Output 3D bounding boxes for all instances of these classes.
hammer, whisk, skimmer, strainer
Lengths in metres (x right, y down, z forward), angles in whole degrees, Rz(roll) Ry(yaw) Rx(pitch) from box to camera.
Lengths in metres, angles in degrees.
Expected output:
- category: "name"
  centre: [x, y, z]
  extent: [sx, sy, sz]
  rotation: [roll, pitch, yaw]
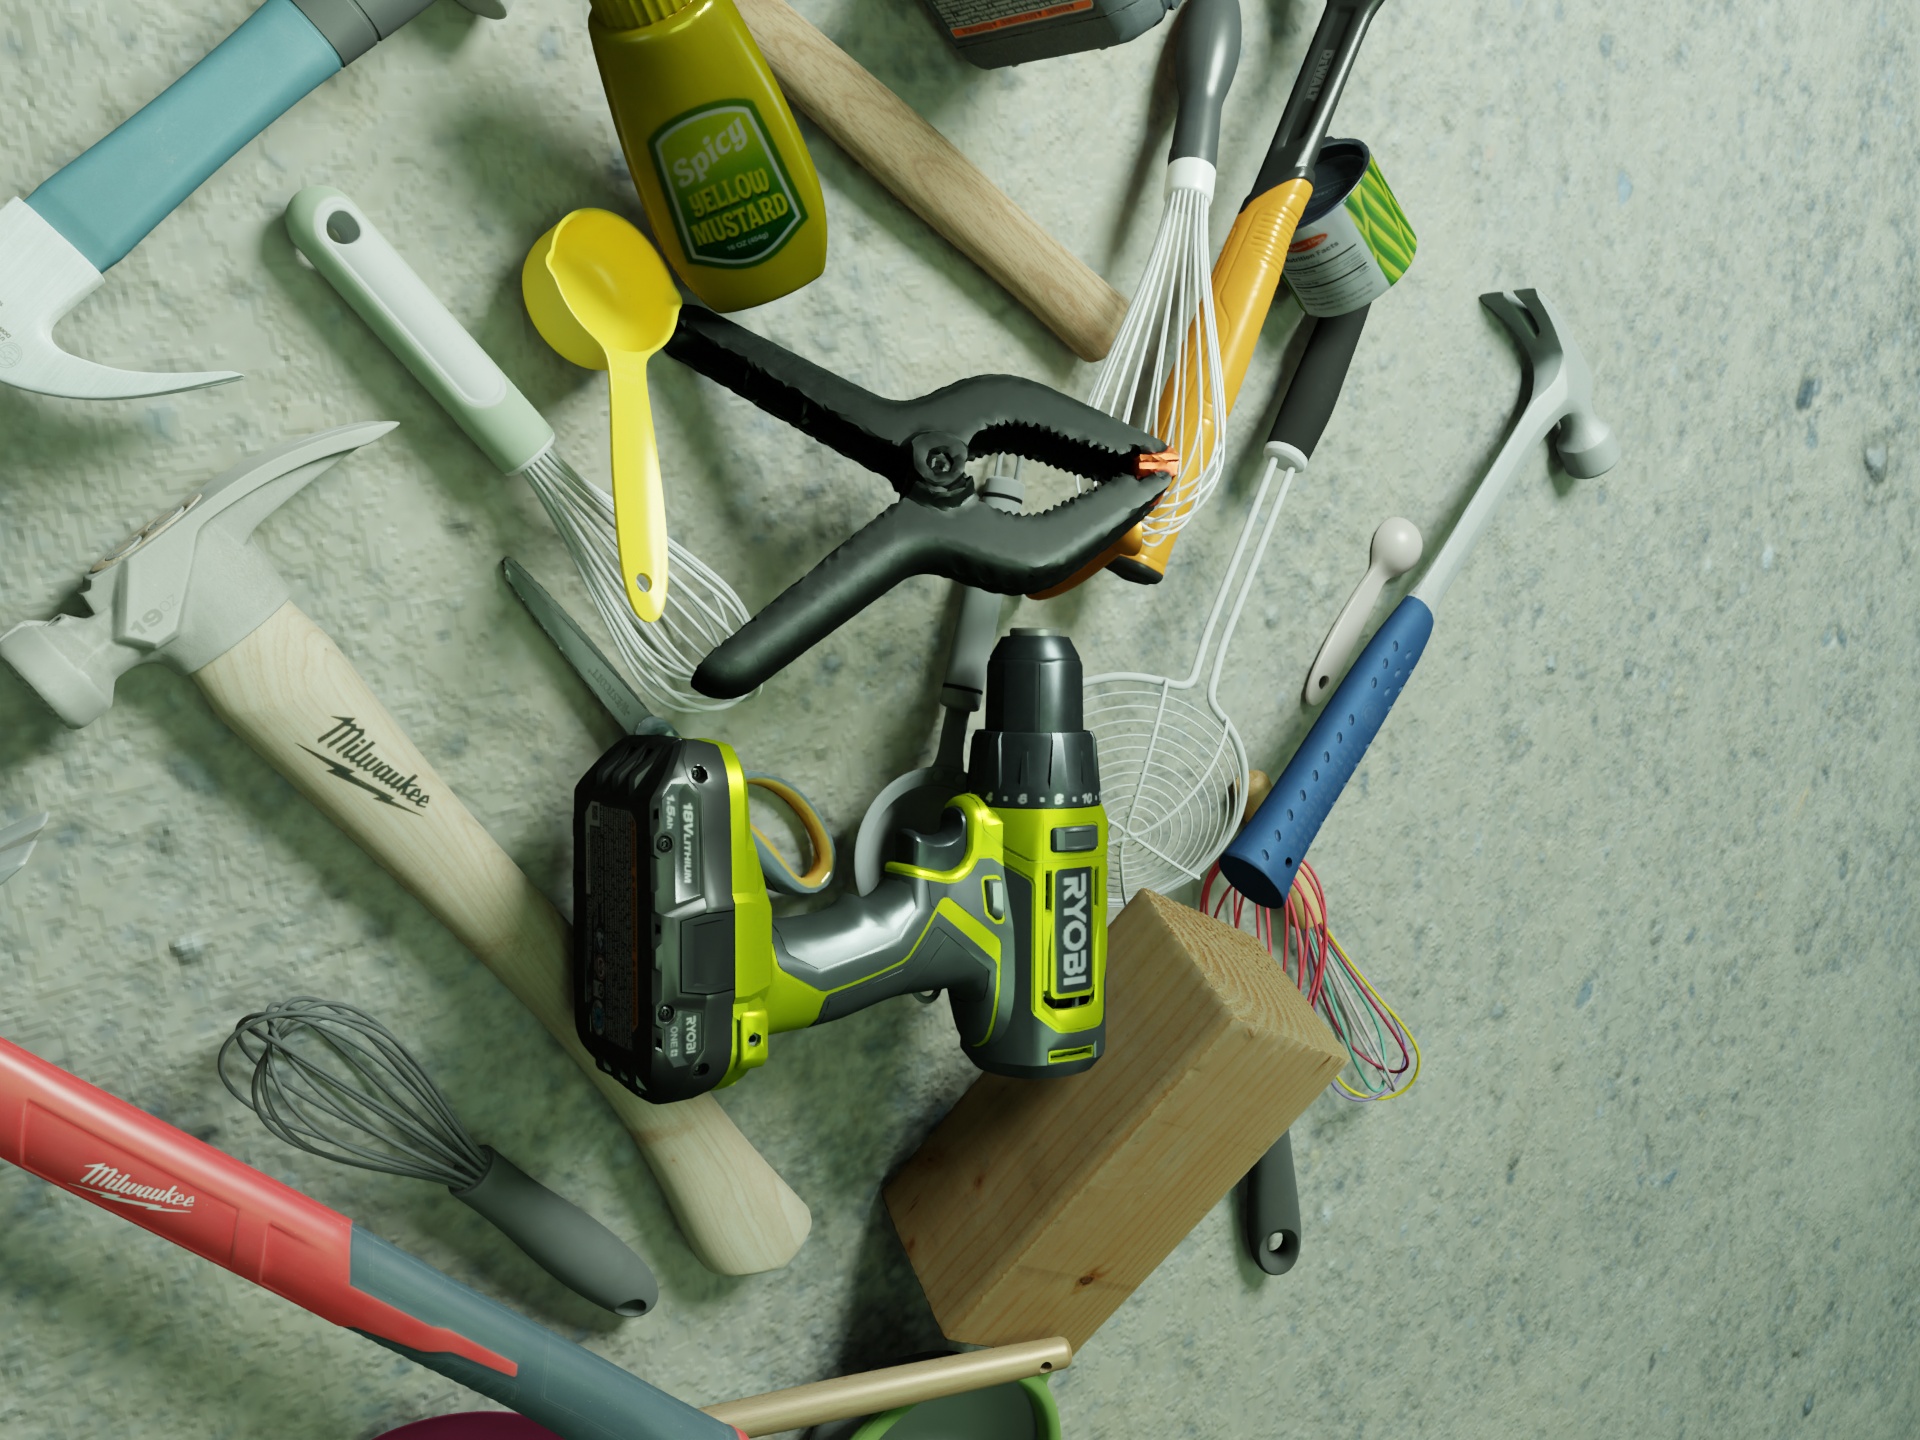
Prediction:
- category: "hammer"
  centre: [0.146, -0.221, 0.744]
  extent: [0.034, 0.127, 0.337]
  rotation: [21, 92, -52]
- category: "hammer"
  centre: [-0.198, -0.230, 0.507]
  extent: [0.331, 0.033, 0.128]
  rotation: [-47, 115, -11]
- category: "whisk"
  centre: [-0.195, 0.181, 0.629]
  extent: [0.055, 0.055, 0.238]
  rotation: [-49, 128, -17]
- category: "skimmer"
  centre: [0.128, -0.077, 0.812]
  extent: [0.127, 0.090, 0.363]
  rotation: [30, 71, -16]
- category: "whisk"
  centre: [0.211, 0.128, 0.915]
  extent: [0.051, 0.047, 0.244]
  rotation: [-48, 122, -38]
- category: "hammer"
  centre: [-0.042, -0.251, 0.649]
  extent: [0.331, 0.031, 0.130]
  rotation: [30, 83, -37]
- category: "strainer"
  centre: [-0.070, 0.365, 0.745]
  extent: [0.256, 0.069, 0.151]
  rotation: [2, 102, -36]
- category: "strainer"
  centre: [-0.001, -0.002, 0.731]
  extent: [0.086, 0.050, 0.258]
  rotation: [14, 87, -31]
- category: "hammer"
  centre: [-0.209, 0.187, 0.566]
  extent: [0.143, 0.038, 0.386]
  rotation: [-44, 119, 8]
- category: "whisk"
  centre: [0.173, 0.198, 0.894]
  extent: [0.073, 0.073, 0.295]
  rotation: [-23, 119, -30]
- category: "hammer"
  centre: [0.253, -0.071, 0.874]
  extent: [0.405, 0.035, 0.144]
  rotation: [-53, 125, -24]
- category: "whisk"
  centre: [0.099, -0.214, 0.719]
  extent: [0.070, 0.070, 0.285]
  rotation: [20, 72, -38]
- category: "whisk"
  centre: [-0.155, -0.093, 0.593]
  extent: [0.246, 0.059, 0.058]
  rotation: [51, 58, -28]
- category: "hammer"
  centre: [-0.167, 0.080, 0.631]
  extent: [0.146, 0.038, 0.410]
  rotation: [-45, 123, -21]

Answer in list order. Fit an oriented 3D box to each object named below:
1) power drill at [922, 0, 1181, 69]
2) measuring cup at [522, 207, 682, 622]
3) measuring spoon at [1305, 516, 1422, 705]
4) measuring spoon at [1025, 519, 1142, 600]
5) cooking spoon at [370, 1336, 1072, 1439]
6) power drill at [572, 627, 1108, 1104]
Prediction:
- category: "power drill"
  centre: [0.093, -0.371, 0.638]
  extent: [0.226, 0.164, 0.084]
  rotation: [-52, 125, -13]
- category: "measuring cup"
  centre: [-0.130, -0.110, 0.587]
  extent: [0.062, 0.029, 0.156]
  rotation: [2, 79, -50]
- category: "measuring spoon"
  centre: [0.230, -0.060, 0.899]
  extent: [0.034, 0.018, 0.124]
  rotation: [38, 77, -36]
- category: "measuring spoon"
  centre: [0.049, -0.071, 0.708]
  extent: [0.011, 0.117, 0.021]
  rotation: [-9, 85, -23]
- category: "cooking spoon"
  centre: [-0.102, 0.304, 0.687]
  extent: [0.318, 0.017, 0.068]
  rotation: [-5, 105, -16]
- category: "power drill"
  centre: [-0.034, 0.057, 0.646]
  extent: [0.228, 0.080, 0.190]
  rotation: [-1, 92, -35]
